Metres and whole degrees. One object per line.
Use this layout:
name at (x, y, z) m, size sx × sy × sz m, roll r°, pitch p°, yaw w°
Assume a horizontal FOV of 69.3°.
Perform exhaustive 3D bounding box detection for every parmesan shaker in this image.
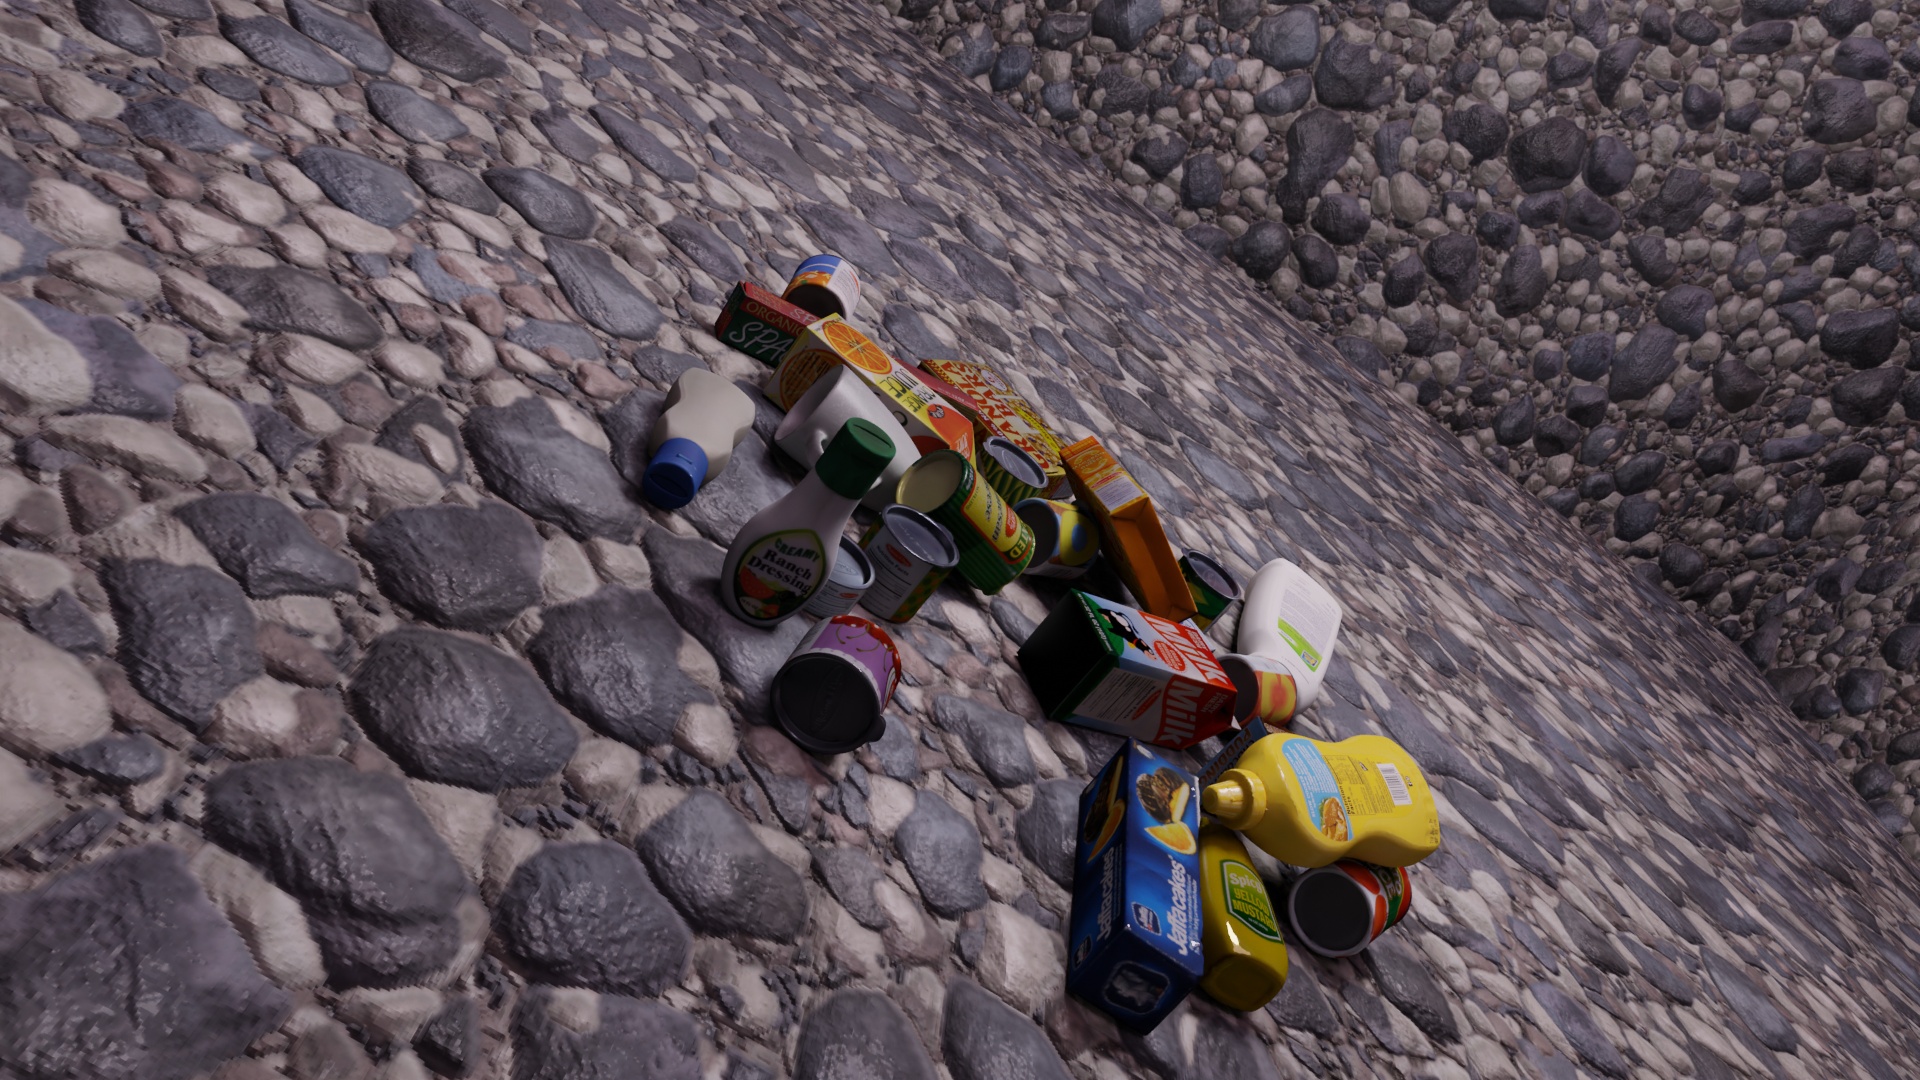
parmesan shaker at (0.004, -0.013, 1.072) m, size 0.103 × 0.071 × 0.071 m, roll 46°, pitch 14°, yaw -41°

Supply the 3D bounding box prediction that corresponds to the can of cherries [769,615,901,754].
can of cherries at (-0.071, 0.087, 0.830) m, size 0.071 × 0.071 × 0.058 m, roll 37°, pitch 23°, yaw -3°

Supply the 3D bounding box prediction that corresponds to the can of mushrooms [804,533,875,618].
can of mushrooms at (-0.095, 0.019, 0.955) m, size 0.071 × 0.033 × 0.071 m, roll 30°, pitch 26°, yaw -16°

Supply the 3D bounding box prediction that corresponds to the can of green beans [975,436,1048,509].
can of green beans at (0.034, -0.049, 1.223) m, size 0.071 × 0.057 × 0.071 m, roll 31°, pitch 25°, yaw -16°

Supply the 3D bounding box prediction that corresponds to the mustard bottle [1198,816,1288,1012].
mustard bottle at (0.174, 0.236, 0.930) m, size 0.065 × 0.048 × 0.161 m, roll 32°, pitch 25°, yaw -18°

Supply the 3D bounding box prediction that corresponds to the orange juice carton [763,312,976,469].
orange juice carton at (-0.061, -0.098, 1.158) m, size 0.193 × 0.072 × 0.072 m, roll 39°, pitch 24°, yaw 0°

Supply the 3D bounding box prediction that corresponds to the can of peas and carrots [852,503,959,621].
can of peas and carrots at (-0.043, 0.016, 1.002) m, size 0.071 × 0.058 × 0.071 m, roll 32°, pitch 24°, yaw -16°

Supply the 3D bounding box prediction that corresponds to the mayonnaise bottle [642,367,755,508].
mayonnaise bottle at (-0.188, -0.071, 0.977) m, size 0.065 × 0.041 × 0.149 m, roll 31°, pitch 26°, yaw -12°

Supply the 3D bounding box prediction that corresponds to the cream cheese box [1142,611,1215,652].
cream cheese box at (0.181, 0.088, 1.228) m, size 0.104 × 0.024 × 0.053 m, roll 0°, pitch 46°, yaw -54°

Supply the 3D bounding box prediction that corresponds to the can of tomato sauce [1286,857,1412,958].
can of tomato sauce at (0.285, 0.260, 1.016) m, size 0.071 × 0.071 × 0.083 m, roll 50°, pitch 27°, yaw 23°

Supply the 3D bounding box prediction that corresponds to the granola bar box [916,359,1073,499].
granola bar box at (0.037, -0.109, 1.356) m, size 0.166 × 0.039 × 0.124 m, roll 47°, pitch 26°, yaw 20°

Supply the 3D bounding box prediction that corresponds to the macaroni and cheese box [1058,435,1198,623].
macaroni and cheese box at (0.144, -0.010, 1.223) m, size 0.123 × 0.040 × 0.167 m, roll 64°, pitch -1°, yaw -24°

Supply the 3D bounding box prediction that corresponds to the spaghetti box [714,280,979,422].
spaghetti box at (-0.097, -0.152, 1.232) m, size 0.250 × 0.050 × 0.029 m, roll 24°, pitch 27°, yaw -29°

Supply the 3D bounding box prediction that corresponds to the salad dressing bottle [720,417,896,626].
salad dressing bottle at (-0.095, -0.011, 0.868) m, size 0.064 × 0.147 × 0.044 m, roll 29°, pitch 26°, yaw -20°

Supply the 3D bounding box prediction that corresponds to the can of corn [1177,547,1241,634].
can of corn at (0.218, 0.049, 1.305) m, size 0.071 × 0.058 × 0.071 m, roll 31°, pitch 25°, yaw -16°

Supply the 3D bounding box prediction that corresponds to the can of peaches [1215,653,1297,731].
can of peaches at (0.245, 0.134, 1.190) m, size 0.058 × 0.071 × 0.071 m, roll 12°, pitch 35°, yaw -45°

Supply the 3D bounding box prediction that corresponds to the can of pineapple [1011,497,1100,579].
can of pineapple at (0.077, -0.003, 1.189) m, size 0.058 × 0.070 × 0.071 m, roll 9°, pitch 37°, yaw -48°

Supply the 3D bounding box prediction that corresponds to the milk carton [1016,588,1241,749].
milk carton at (0.144, 0.106, 1.085) m, size 0.190 × 0.073 × 0.072 m, roll 19°, pitch 30°, yaw -37°

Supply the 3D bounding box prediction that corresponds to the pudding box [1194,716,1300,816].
pudding box at (0.220, 0.176, 1.057) m, size 0.049 × 0.083 × 0.030 m, roll 27°, pitch 28°, yaw -27°

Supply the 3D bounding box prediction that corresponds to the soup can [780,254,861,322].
soup can at (-0.133, -0.221, 1.288) m, size 0.071 × 0.071 × 0.084 m, roll 33°, pitch 25°, yaw -12°
